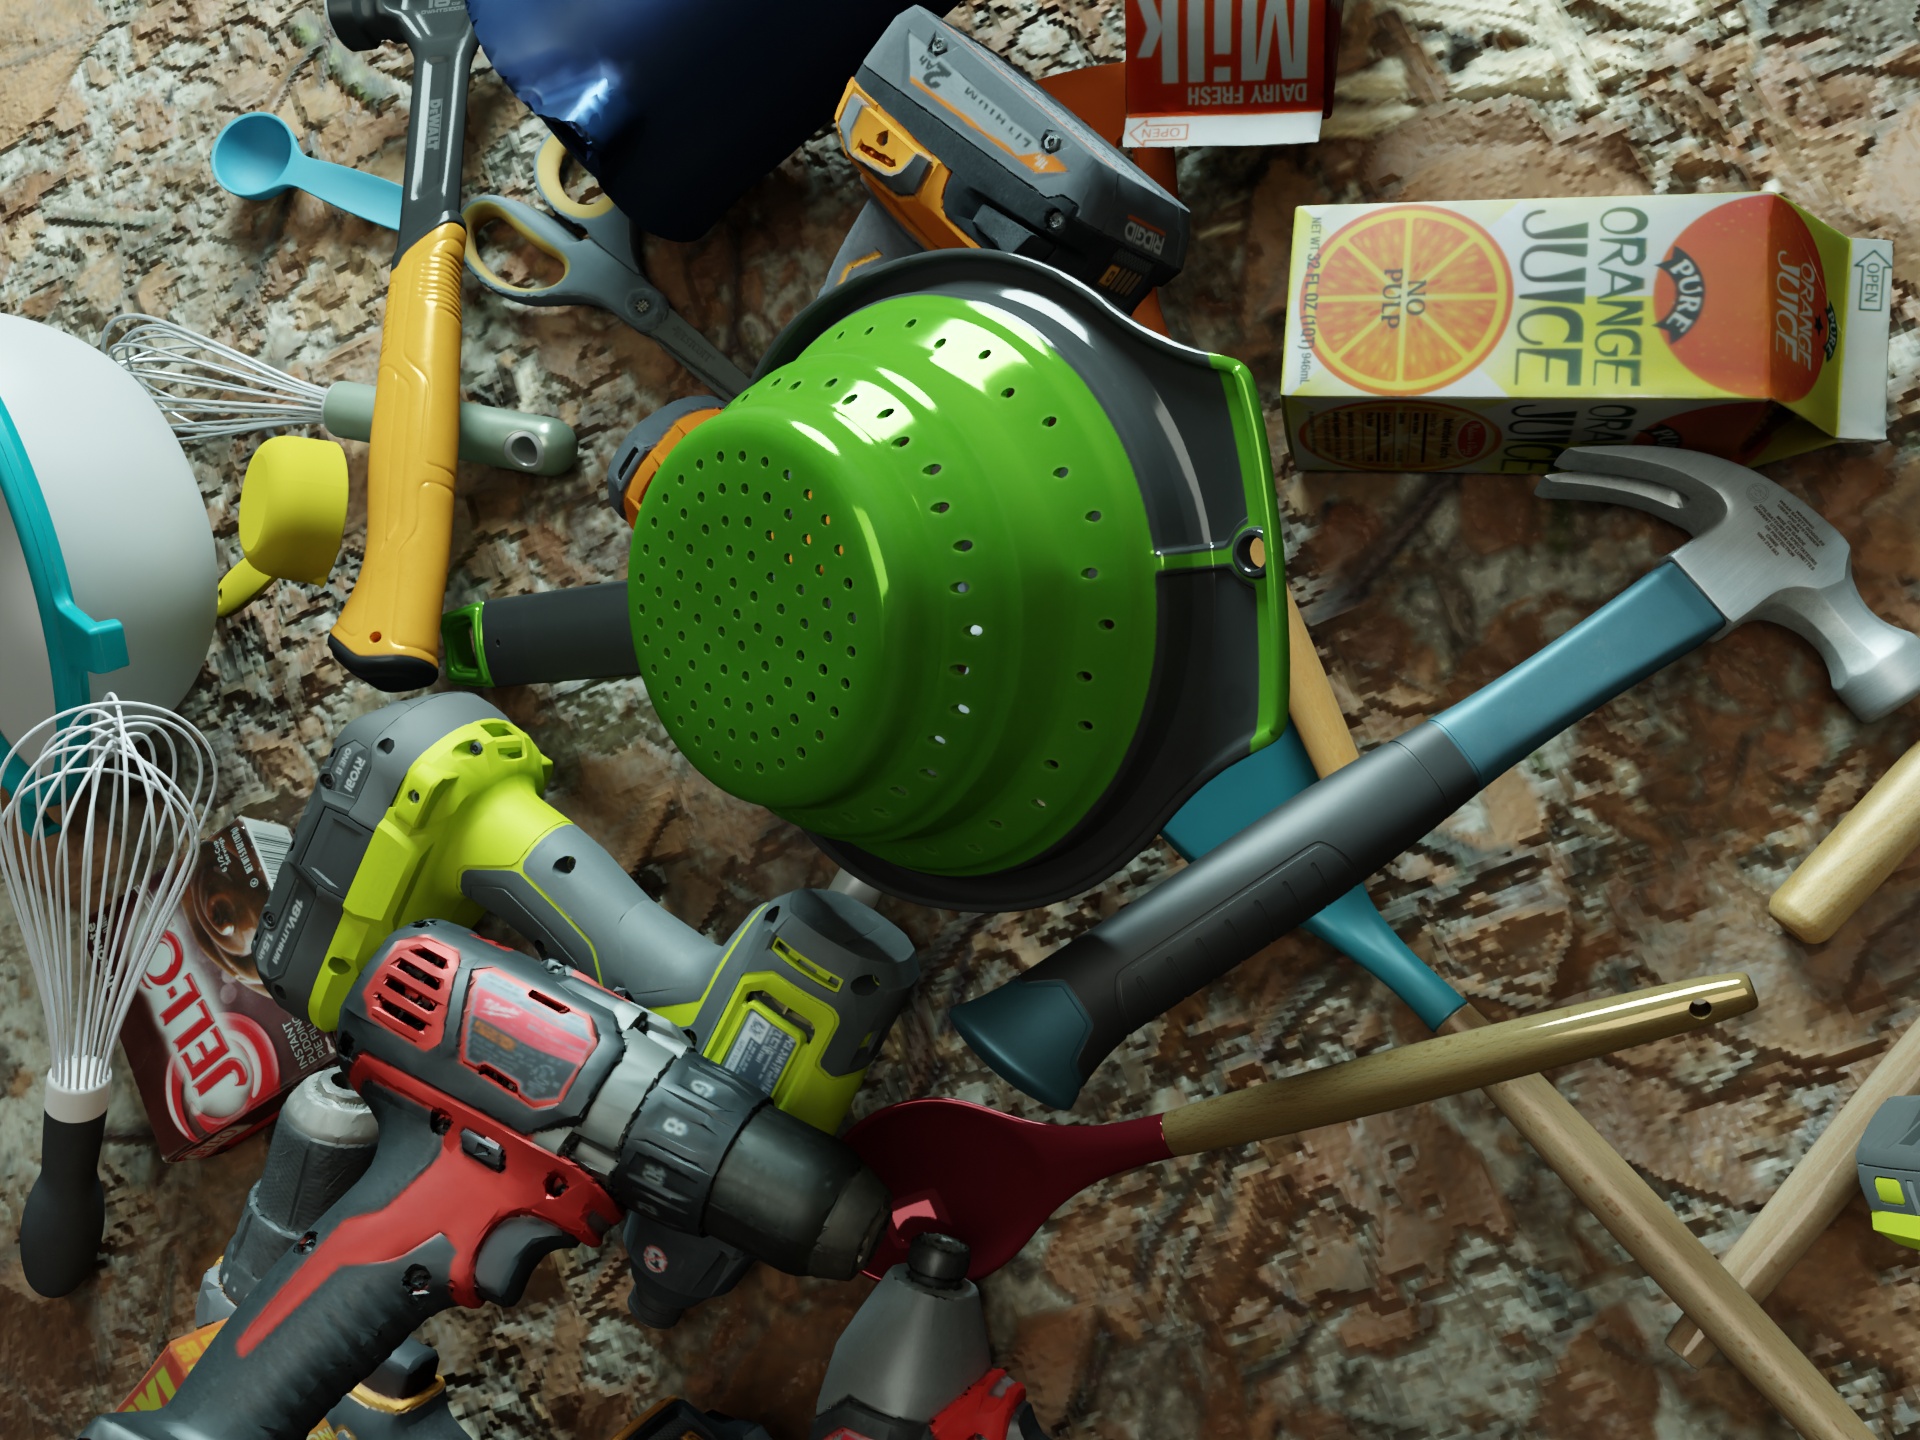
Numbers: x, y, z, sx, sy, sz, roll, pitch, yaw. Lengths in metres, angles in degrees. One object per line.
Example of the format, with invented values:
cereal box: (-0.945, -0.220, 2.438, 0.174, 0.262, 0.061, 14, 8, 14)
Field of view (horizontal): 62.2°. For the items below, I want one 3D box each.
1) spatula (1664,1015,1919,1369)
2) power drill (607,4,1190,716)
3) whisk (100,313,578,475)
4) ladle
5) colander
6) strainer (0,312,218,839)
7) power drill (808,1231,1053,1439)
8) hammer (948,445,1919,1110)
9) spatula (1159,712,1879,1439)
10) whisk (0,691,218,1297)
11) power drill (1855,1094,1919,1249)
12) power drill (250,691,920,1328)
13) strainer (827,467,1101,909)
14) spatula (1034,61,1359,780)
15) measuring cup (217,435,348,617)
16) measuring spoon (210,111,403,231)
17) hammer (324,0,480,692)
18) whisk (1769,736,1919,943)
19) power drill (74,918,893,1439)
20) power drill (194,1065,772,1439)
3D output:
spatula: (0.328, 0.079, 0.498, 0.060, 0.018, 0.316, 40, 90, 17)
power drill: (-0.022, -0.112, 0.571, 0.164, 0.084, 0.226, 49, 116, 24)
whisk: (-0.280, -0.138, 0.701, 0.246, 0.059, 0.057, 12, 119, 14)
ladle: (0.091, 0.128, 0.516, 0.315, 0.031, 0.069, -21, 92, 24)
colander: (-0.091, -0.032, 0.518, 0.397, 0.094, 0.204, -3, 96, 42)
strainer: (-0.400, -0.133, 0.672, 0.211, 0.095, 0.340, -36, 78, 47)
power drill: (0.051, 0.260, 0.506, 0.220, 0.078, 0.143, 12, 87, 21)
hammer: (0.146, 0.020, 0.505, 0.331, 0.033, 0.128, -31, 74, -11)
spatula: (0.177, 0.113, 0.510, 0.082, 0.044, 0.318, -34, 65, -15)
whisk: (-0.332, 0.116, 0.607, 0.070, 0.070, 0.284, 28, 116, 19)
power drill: (0.315, 0.217, 0.421, 0.190, 0.080, 0.229, 1, 78, -5)
power drill: (-0.144, 0.103, 0.589, 0.223, 0.080, 0.171, 31, 103, 16)
strainer: (-0.001, -0.002, 0.596, 0.087, 0.050, 0.258, 33, 95, 39)
spatula: (0.088, -0.105, 0.578, 0.081, 0.041, 0.323, -16, 67, -6)
measuring cup: (-0.293, -0.071, 0.654, 0.156, 0.029, 0.062, -20, 70, 46)
measuring spoon: (-0.288, -0.246, 0.741, 0.128, 0.021, 0.042, 22, 85, 9)
hammer: (-0.215, -0.176, 0.663, 0.127, 0.034, 0.337, -3, 74, 8)
whisk: (0.350, -0.022, 0.503, 0.245, 0.047, 0.051, -49, 59, 6)
power drill: (-0.144, 0.187, 0.476, 0.188, 0.080, 0.227, 23, 64, 13)
power drill: (-0.175, 0.241, 0.555, 0.226, 0.084, 0.185, 22, 101, 21)
